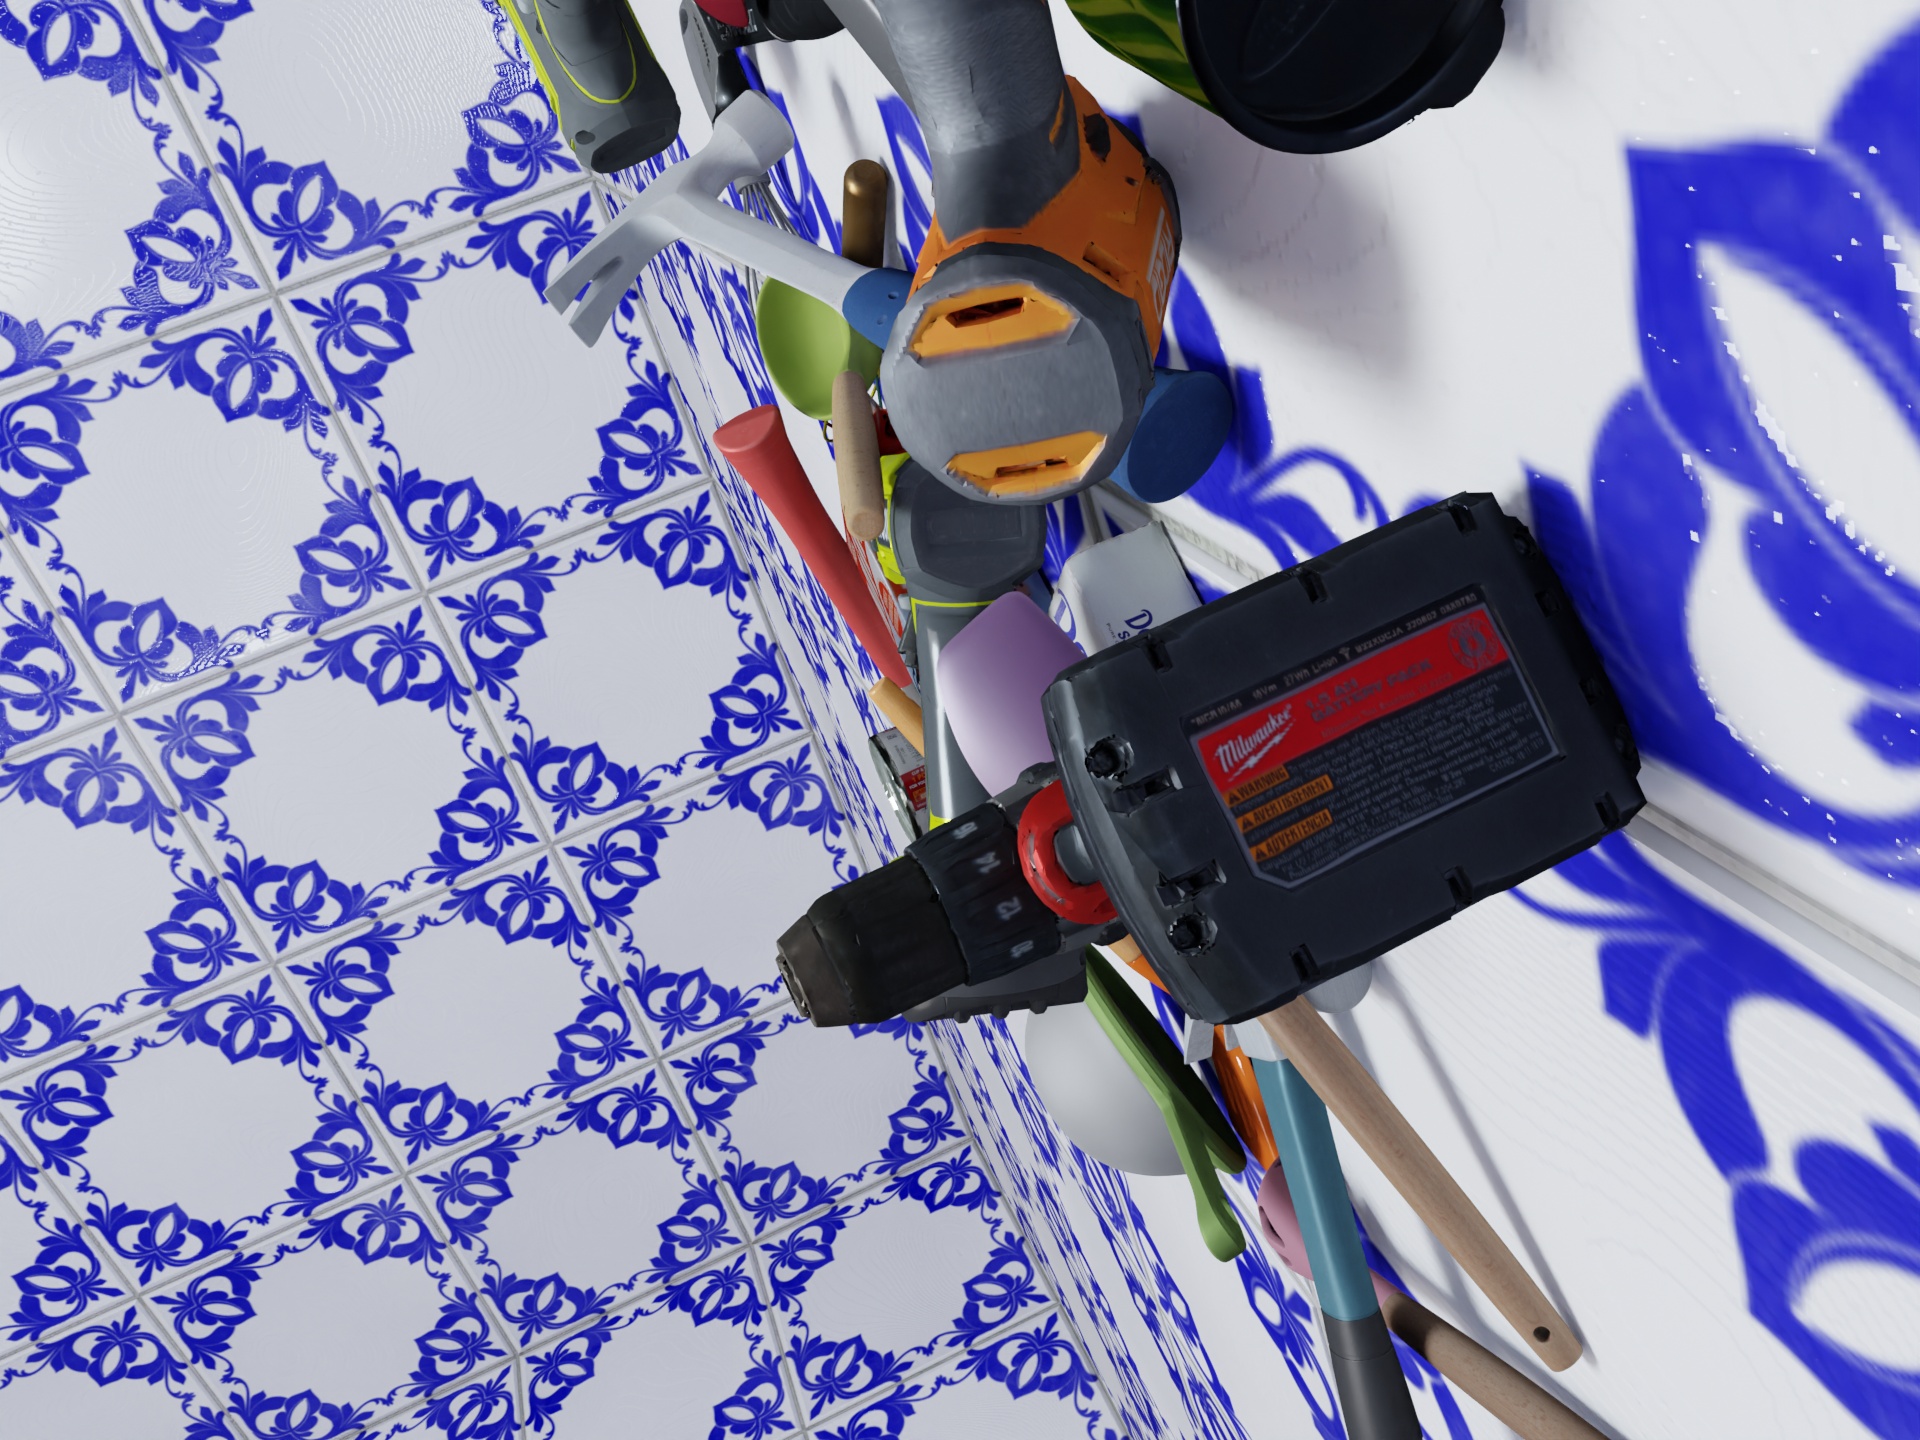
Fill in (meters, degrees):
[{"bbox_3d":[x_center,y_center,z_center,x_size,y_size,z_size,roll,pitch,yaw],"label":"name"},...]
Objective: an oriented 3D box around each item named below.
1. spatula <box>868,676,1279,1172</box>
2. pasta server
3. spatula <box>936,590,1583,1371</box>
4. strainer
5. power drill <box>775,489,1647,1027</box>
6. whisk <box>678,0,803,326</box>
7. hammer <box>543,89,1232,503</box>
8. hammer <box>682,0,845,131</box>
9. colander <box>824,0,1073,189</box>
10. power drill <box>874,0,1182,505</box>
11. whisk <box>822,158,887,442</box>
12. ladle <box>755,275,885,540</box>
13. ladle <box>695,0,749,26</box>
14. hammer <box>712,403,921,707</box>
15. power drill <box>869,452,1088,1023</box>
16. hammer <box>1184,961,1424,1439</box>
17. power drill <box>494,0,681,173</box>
[{"bbox_3d":[0.063,0.103,0.777,0.322,0.041,0.081,46,178,-12],"label":"spatula"},{"bbox_3d":[0.188,0.234,0.611,0.060,0.040,0.316,68,167,-7],"label":"pasta server"},{"bbox_3d":[0.099,0.088,0.544,0.316,0.059,0.018,50,-163,10],"label":"spatula"},{"bbox_3d":[0.084,0.204,0.790,0.151,0.069,0.256,51,-174,-13],"label":"strainer"},{"bbox_3d":[0.045,0.031,0.424,0.080,0.188,0.226,65,167,4],"label":"power drill"},{"bbox_3d":[-0.129,-0.331,0.985,0.055,0.055,0.239,-172,64,-80],"label":"whisk"},{"bbox_3d":[-0.044,-0.163,0.617,0.406,0.144,0.035,39,172,48],"label":"hammer"},{"bbox_3d":[-0.089,-0.340,0.752,0.409,0.036,0.149,-133,22,-64],"label":"hammer"},{"bbox_3d":[-0.055,-0.316,0.494,0.397,0.094,0.204,49,173,-8],"label":"colander"},{"bbox_3d":[0.002,-0.186,0.373,0.164,0.084,0.226,-74,-29,-52],"label":"power drill"},{"bbox_3d":[-0.055,-0.213,0.853,0.245,0.047,0.051,105,142,-71],"label":"whisk"},{"bbox_3d":[-0.059,-0.135,0.681,0.320,0.062,0.078,-102,5,-63],"label":"ladle"},{"bbox_3d":[-0.115,-0.422,0.608,0.315,0.031,0.069,89,158,-47],"label":"ladle"},{"bbox_3d":[-0.052,-0.051,0.943,0.358,0.036,0.149,58,-163,-54],"label":"hammer"},{"bbox_3d":[-0.001,-0.002,0.666,0.171,0.080,0.223,-135,40,-78],"label":"power drill"},{"bbox_3d":[0.153,0.238,0.608,0.128,0.033,0.331,160,95,-74],"label":"hammer"},{"bbox_3d":[-0.198,-0.381,0.734,0.190,0.080,0.228,64,173,-3],"label":"power drill"}]
